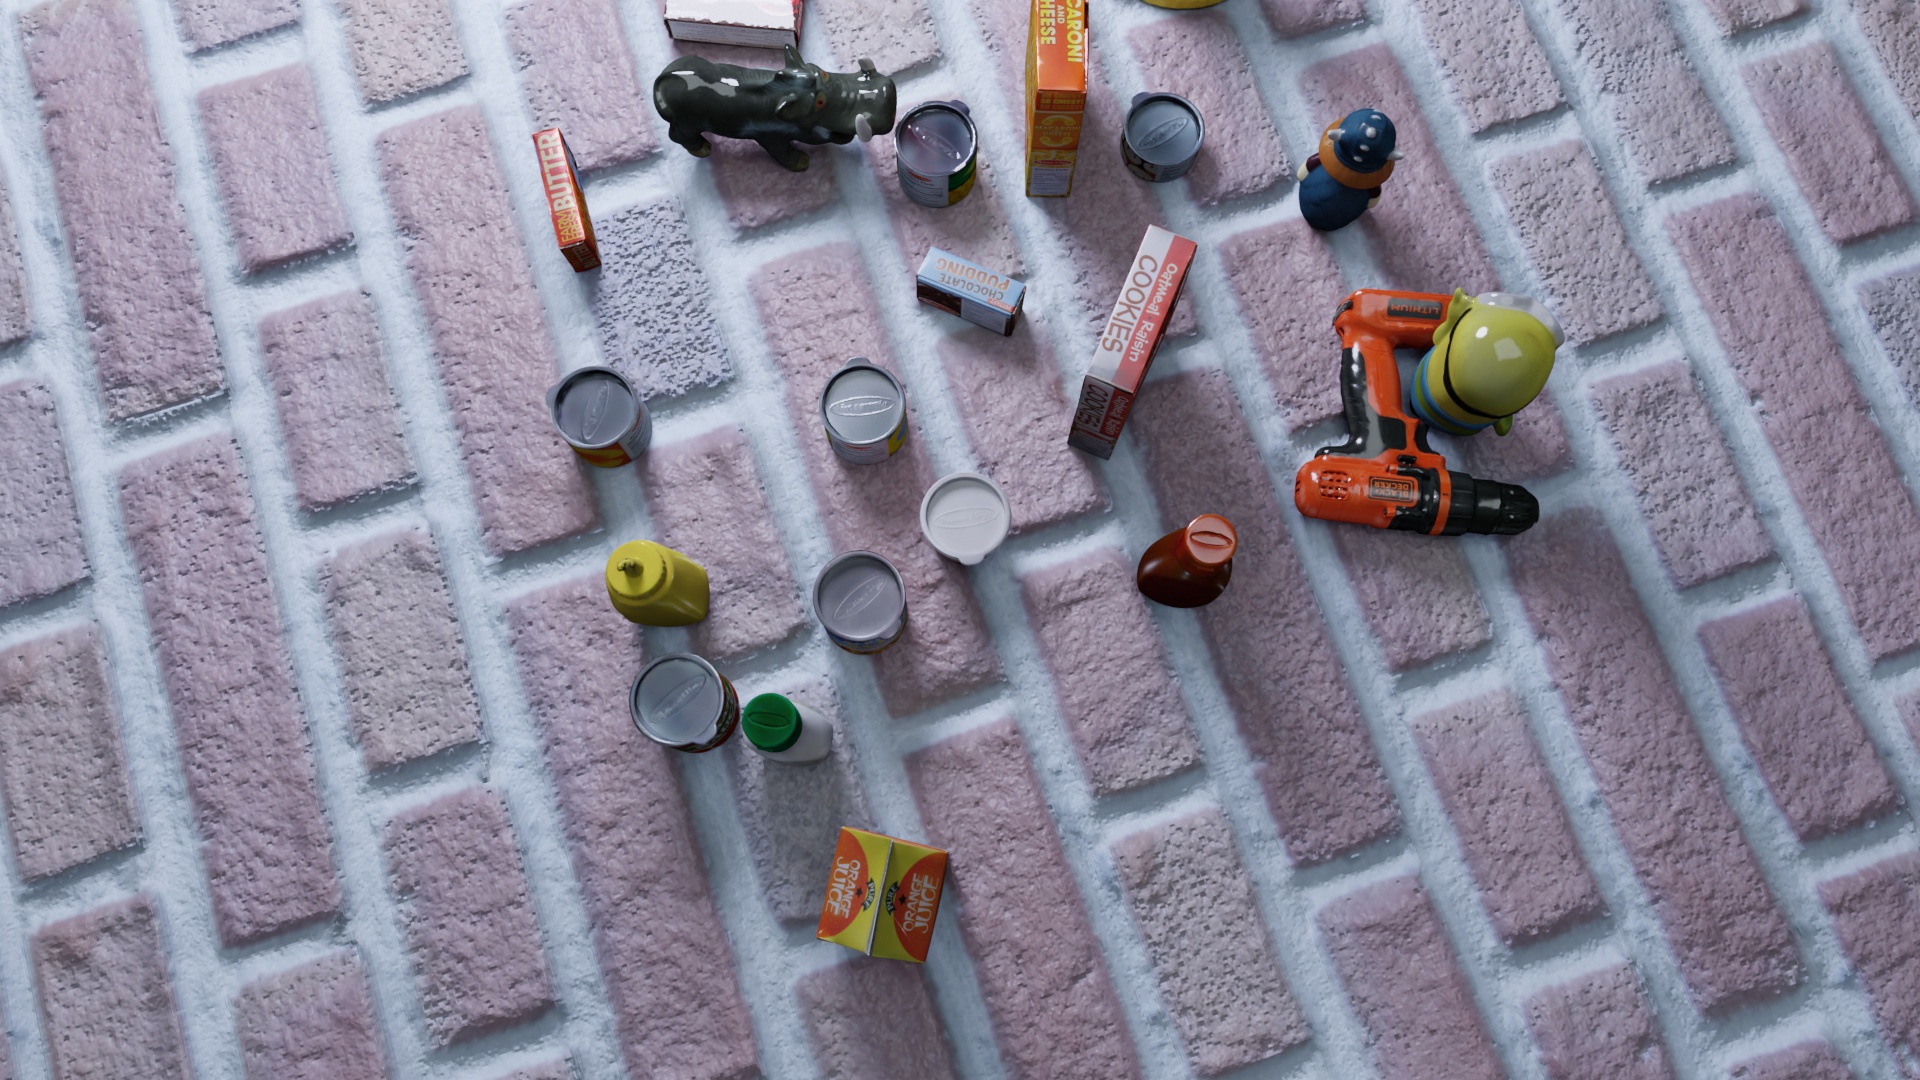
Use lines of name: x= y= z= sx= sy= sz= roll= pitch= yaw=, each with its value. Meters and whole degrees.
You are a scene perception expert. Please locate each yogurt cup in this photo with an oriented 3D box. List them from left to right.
yogurt cup: x=0.004 y=-0.013 z=1.056 sx=0.072 sy=0.054 sz=0.072 roll=0 pitch=77 yaw=-1

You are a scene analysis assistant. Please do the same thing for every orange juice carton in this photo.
orange juice carton: x=-0.049 y=0.235 z=0.928 sx=0.073 sy=0.192 sz=0.072 roll=13 pitch=78 yaw=2

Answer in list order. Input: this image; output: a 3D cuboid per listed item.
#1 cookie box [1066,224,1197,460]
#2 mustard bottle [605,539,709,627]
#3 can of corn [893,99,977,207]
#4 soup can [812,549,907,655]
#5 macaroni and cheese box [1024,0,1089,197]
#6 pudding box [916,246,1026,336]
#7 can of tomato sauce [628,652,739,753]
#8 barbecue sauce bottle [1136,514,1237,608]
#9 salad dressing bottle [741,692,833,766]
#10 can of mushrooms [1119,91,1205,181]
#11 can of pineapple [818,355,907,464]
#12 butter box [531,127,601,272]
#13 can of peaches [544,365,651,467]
cookie box: x=0.125 y=-0.141 z=1.029 sx=0.040 sy=0.167 sz=0.123 roll=22 pitch=78 yaw=4
mustard bottle: x=-0.220 y=0.029 z=0.990 sx=0.065 sy=0.160 sz=0.049 roll=-2 pitch=78 yaw=-1
can of corn: x=-0.018 y=-0.313 z=1.123 sx=0.071 sy=0.058 sz=0.071 roll=0 pitch=77 yaw=-1
soup can: x=-0.071 y=0.050 z=1.026 sx=0.071 sy=0.083 sz=0.071 roll=0 pitch=78 yaw=-1
macaroni and cheese box: x=0.073 y=-0.361 z=1.079 sx=0.040 sy=0.166 sz=0.124 roll=0 pitch=78 yaw=0
pudding box: x=0.008 y=-0.197 z=1.101 sx=0.084 sy=0.049 sz=0.030 roll=23 pitch=78 yaw=4
can of tomato sauce: x=-0.197 y=0.120 z=1.008 sx=0.071 sy=0.083 sz=0.071 roll=0 pitch=77 yaw=-1
barbecue sauce bottle: x=0.168 y=0.016 z=1.004 sx=0.065 sy=0.148 sz=0.044 roll=11 pitch=78 yaw=2
salad dressing bottle: x=-0.125 y=0.133 z=0.974 sx=0.064 sy=0.147 sz=0.044 roll=10 pitch=78 yaw=2
can of mushrooms: x=0.164 y=-0.333 z=1.142 sx=0.071 sy=0.033 sz=0.071 roll=0 pitch=77 yaw=-1
can of pineapple: x=-0.074 y=-0.099 z=1.073 sx=0.071 sy=0.057 sz=0.071 roll=0 pitch=77 yaw=-1
butter box: x=-0.315 y=-0.272 z=1.112 sx=0.024 sy=0.053 sz=0.103 roll=-16 pitch=78 yaw=-4
can of peaches: x=-0.278 y=-0.095 z=1.070 sx=0.071 sy=0.058 sz=0.071 roll=0 pitch=77 yaw=-1
